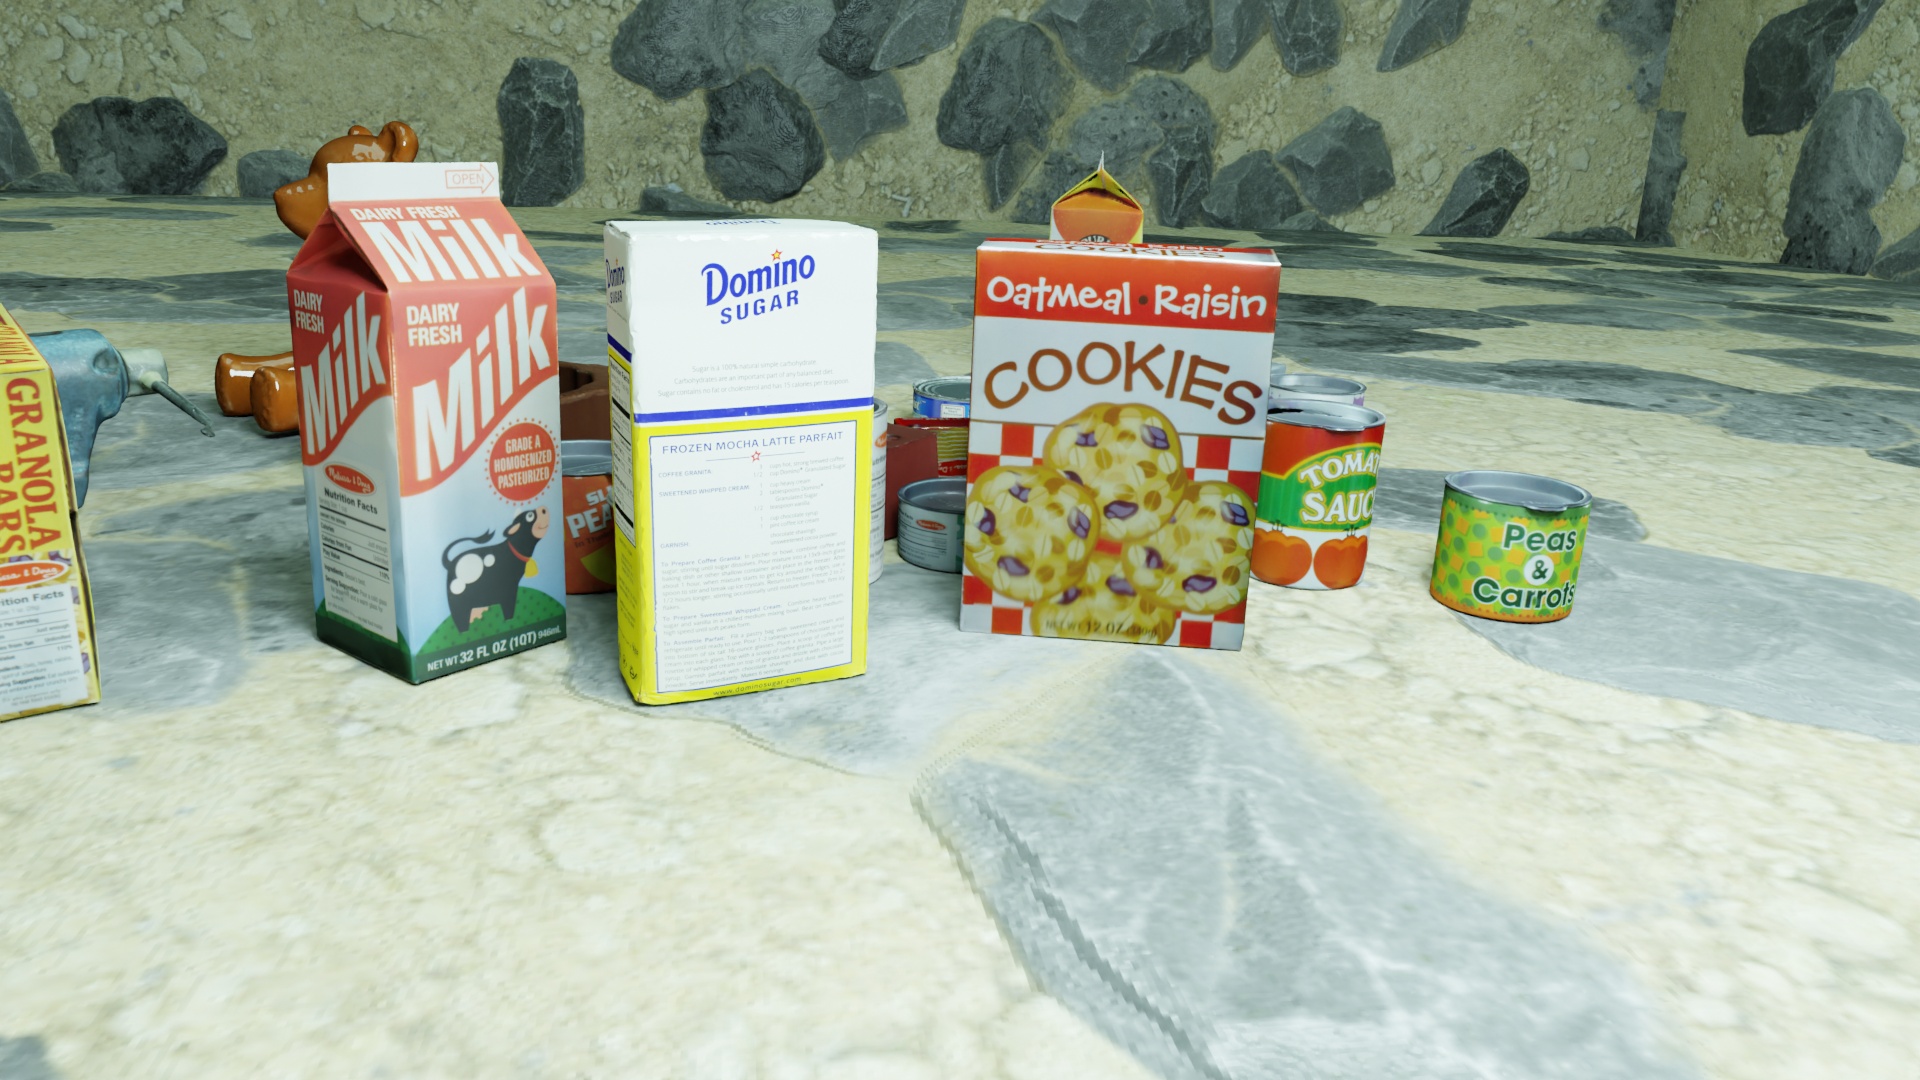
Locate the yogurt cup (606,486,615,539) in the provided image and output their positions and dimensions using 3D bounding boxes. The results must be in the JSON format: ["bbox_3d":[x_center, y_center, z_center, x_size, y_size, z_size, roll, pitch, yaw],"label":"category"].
[{"bbox_3d":[-0.121,0.003,0.615,0.072,0.053,0.072,2,17,-1],"label":"yogurt cup"}]

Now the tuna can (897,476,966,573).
[{"bbox_3d":[0.003,-0.009,0.706,0.071,0.032,0.071,2,17,-1],"label":"tuna can"}]

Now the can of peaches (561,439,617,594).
[{"bbox_3d":[-0.176,-0.012,0.647,0.071,0.058,0.071,2,17,-1],"label":"can of peaches"}]

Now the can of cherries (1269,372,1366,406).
[{"bbox_3d":[0.228,-0.076,0.909,0.071,0.058,0.072,2,17,-1],"label":"can of cherries"}]

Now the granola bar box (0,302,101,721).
[{"bbox_3d":[-0.368,-0.018,0.530,0.039,0.123,0.166,-11,21,-37],"label":"granola bar box"}]

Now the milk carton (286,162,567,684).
[{"bbox_3d":[-0.207,-0.050,0.543,0.073,0.189,0.072,15,21,35],"label":"milk carton"}]

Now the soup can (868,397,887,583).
[{"bbox_3d":[-0.071,-0.025,0.661,0.071,0.083,0.071,2,17,-1],"label":"soup can"}]

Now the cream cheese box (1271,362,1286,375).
[{"bbox_3d":[0.187,-0.094,0.973,0.104,0.053,0.024,-13,23,-41],"label":"cream cheese box"}]

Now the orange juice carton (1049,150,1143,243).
[{"bbox_3d":[0.106,-0.210,1.100,0.073,0.192,0.072,4,17,6],"label":"orange juice carton"}]

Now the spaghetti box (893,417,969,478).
[{"bbox_3d":[0.084,-0.046,0.807,0.250,0.050,0.029,-2,17,-13],"label":"spaghetti box"}]

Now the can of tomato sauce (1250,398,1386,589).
[{"bbox_3d":[0.174,-0.024,0.693,0.071,0.082,0.071,2,17,-1],"label":"can of tomato sauce"}]

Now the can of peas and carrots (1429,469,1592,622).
[{"bbox_3d":[0.262,0.003,0.662,0.071,0.058,0.071,2,17,-1],"label":"can of peas and carrots"}]

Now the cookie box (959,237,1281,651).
[{"bbox_3d":[0.065,-0.041,0.593,0.123,0.166,0.040,4,17,5],"label":"cookie box"}]
